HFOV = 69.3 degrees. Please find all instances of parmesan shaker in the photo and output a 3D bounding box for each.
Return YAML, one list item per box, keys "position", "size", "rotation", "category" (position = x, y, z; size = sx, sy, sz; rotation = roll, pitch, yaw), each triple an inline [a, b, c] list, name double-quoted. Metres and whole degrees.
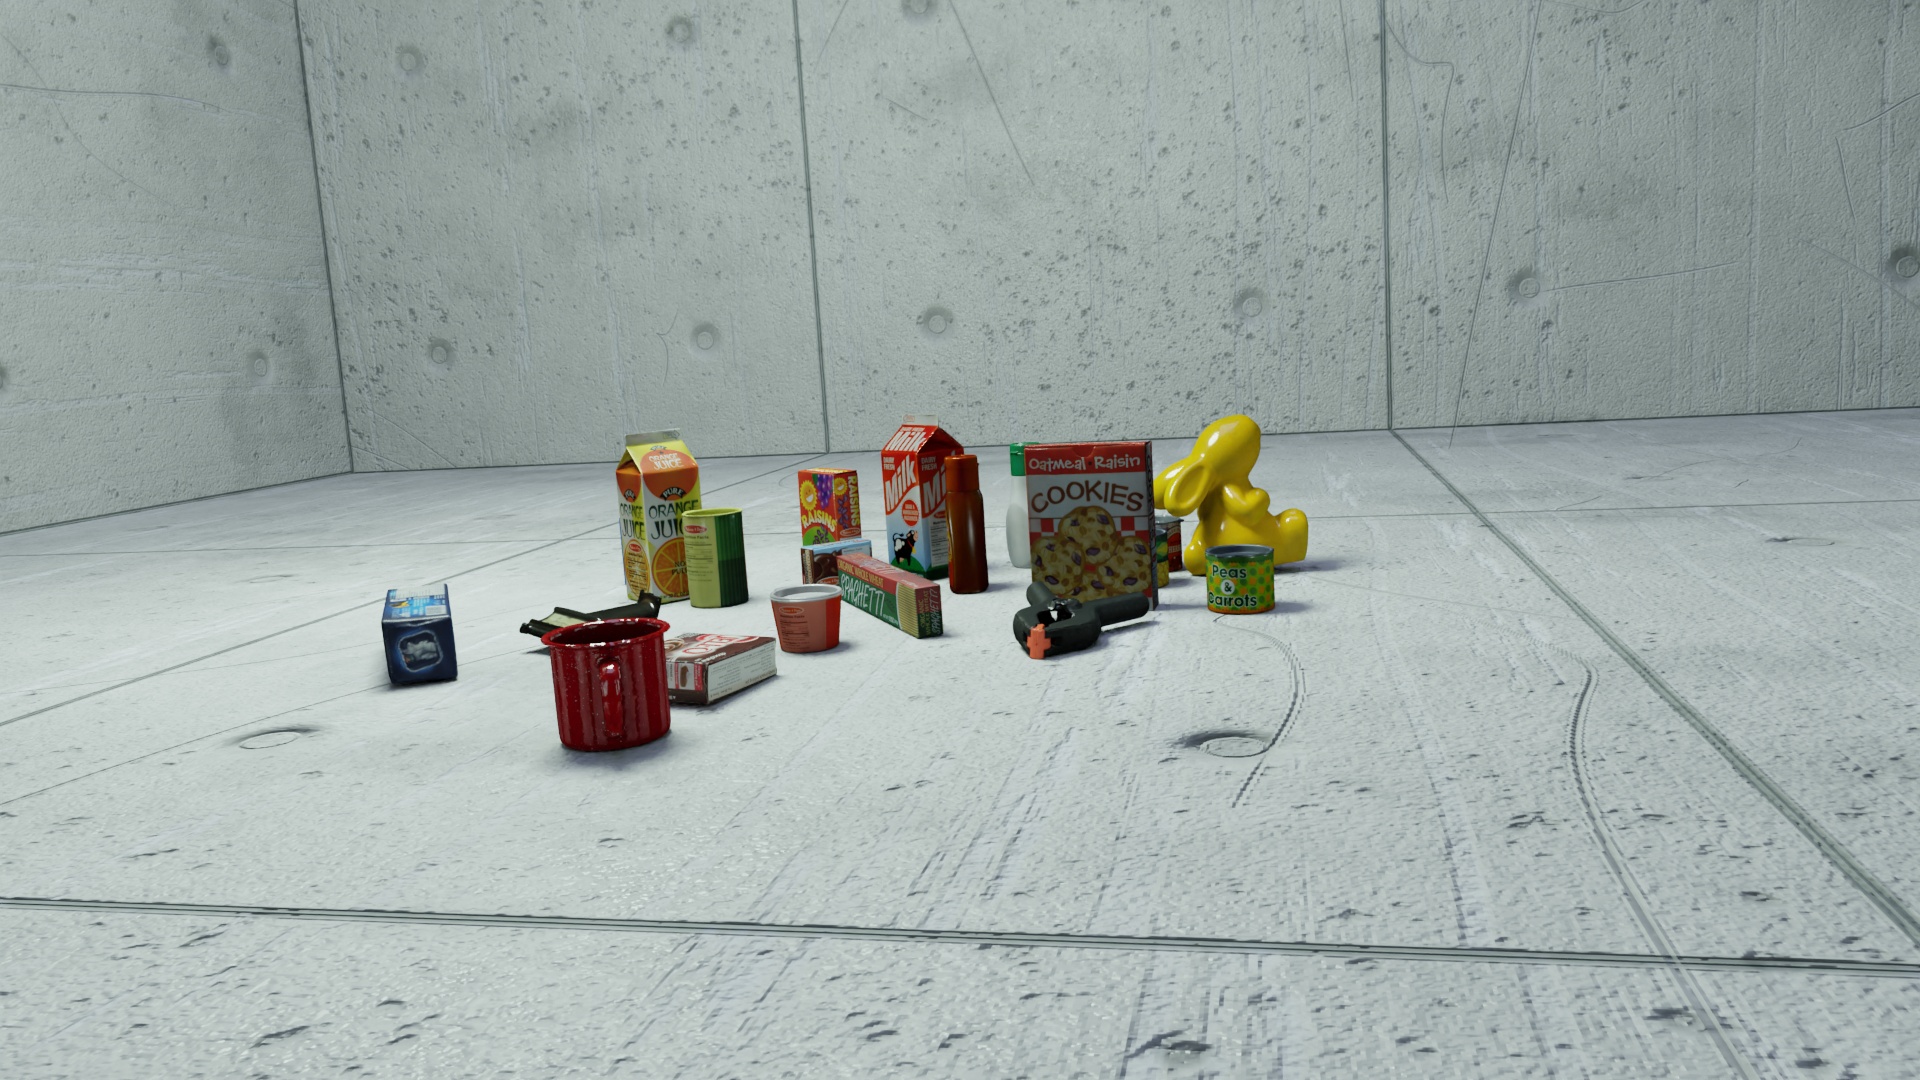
- position: [-0.273, 0.018, 1.540]
  size: [0.071, 0.103, 0.071]
  rotation: [-3, 8, 1]
  category: "parmesan shaker"

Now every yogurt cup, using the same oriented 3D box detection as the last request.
- position: [-0.142, 0.073, 1.293]
  size: [0.072, 0.054, 0.072]
  rotation: [-3, 8, 1]
  category: "yogurt cup"

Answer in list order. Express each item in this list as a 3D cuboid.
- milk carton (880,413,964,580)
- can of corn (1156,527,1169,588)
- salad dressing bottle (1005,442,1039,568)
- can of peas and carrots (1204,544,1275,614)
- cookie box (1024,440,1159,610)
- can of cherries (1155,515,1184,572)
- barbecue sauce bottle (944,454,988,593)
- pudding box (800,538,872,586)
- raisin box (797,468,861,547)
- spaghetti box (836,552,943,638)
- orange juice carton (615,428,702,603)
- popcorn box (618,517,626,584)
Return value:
- position: [-0.041, -0.053, 1.628]
  size: [0.074, 0.190, 0.072]
  rotation: [-10, 10, -39]
  category: "milk carton"
- position: [0.193, 0.019, 1.498]
  size: [0.071, 0.058, 0.071]
  rotation: [-3, 8, 1]
  category: "can of corn"
- position: [0.081, -0.043, 1.653]
  size: [0.044, 0.147, 0.064]
  rotation: [-10, 10, -39]
  category: "salad dressing bottle"
- position: [0.270, 0.038, 1.345]
  size: [0.071, 0.058, 0.071]
  rotation: [-3, 8, 1]
  category: "can of peas and carrots"
- position: [0.131, -0.015, 1.384]
  size: [0.123, 0.167, 0.040]
  rotation: [-1, 8, 17]
  category: "cookie box"
- position: [0.222, 0.004, 1.584]
  size: [0.071, 0.058, 0.071]
  rotation: [-3, 8, 1]
  category: "can of cherries"
- position: [0.005, -0.019, 1.525]
  size: [0.044, 0.148, 0.065]
  rotation: [-3, 8, 4]
  category: "barbecue sauce bottle"
- position: [-0.143, 0.027, 1.612]
  size: [0.084, 0.049, 0.030]
  rotation: [-10, 10, -37]
  category: "pudding box"
- position: [-0.161, -0.026, 1.723]
  size: [0.040, 0.123, 0.086]
  rotation: [-9, 10, -36]
  category: "raisin box"
- position: [-0.076, 0.052, 1.414]
  size: [0.029, 0.050, 0.250]
  rotation: [-7, 9, -22]
  category: "spaghetti box"
- position: [-0.341, -0.029, 1.581]
  size: [0.072, 0.192, 0.073]
  rotation: [-10, 10, -37]
  category: "orange juice carton"
- position: [-0.346, 0.009, 1.690]
  size: [0.127, 0.085, 0.038]
  rotation: [-2, 8, 10]
  category: "popcorn box"
